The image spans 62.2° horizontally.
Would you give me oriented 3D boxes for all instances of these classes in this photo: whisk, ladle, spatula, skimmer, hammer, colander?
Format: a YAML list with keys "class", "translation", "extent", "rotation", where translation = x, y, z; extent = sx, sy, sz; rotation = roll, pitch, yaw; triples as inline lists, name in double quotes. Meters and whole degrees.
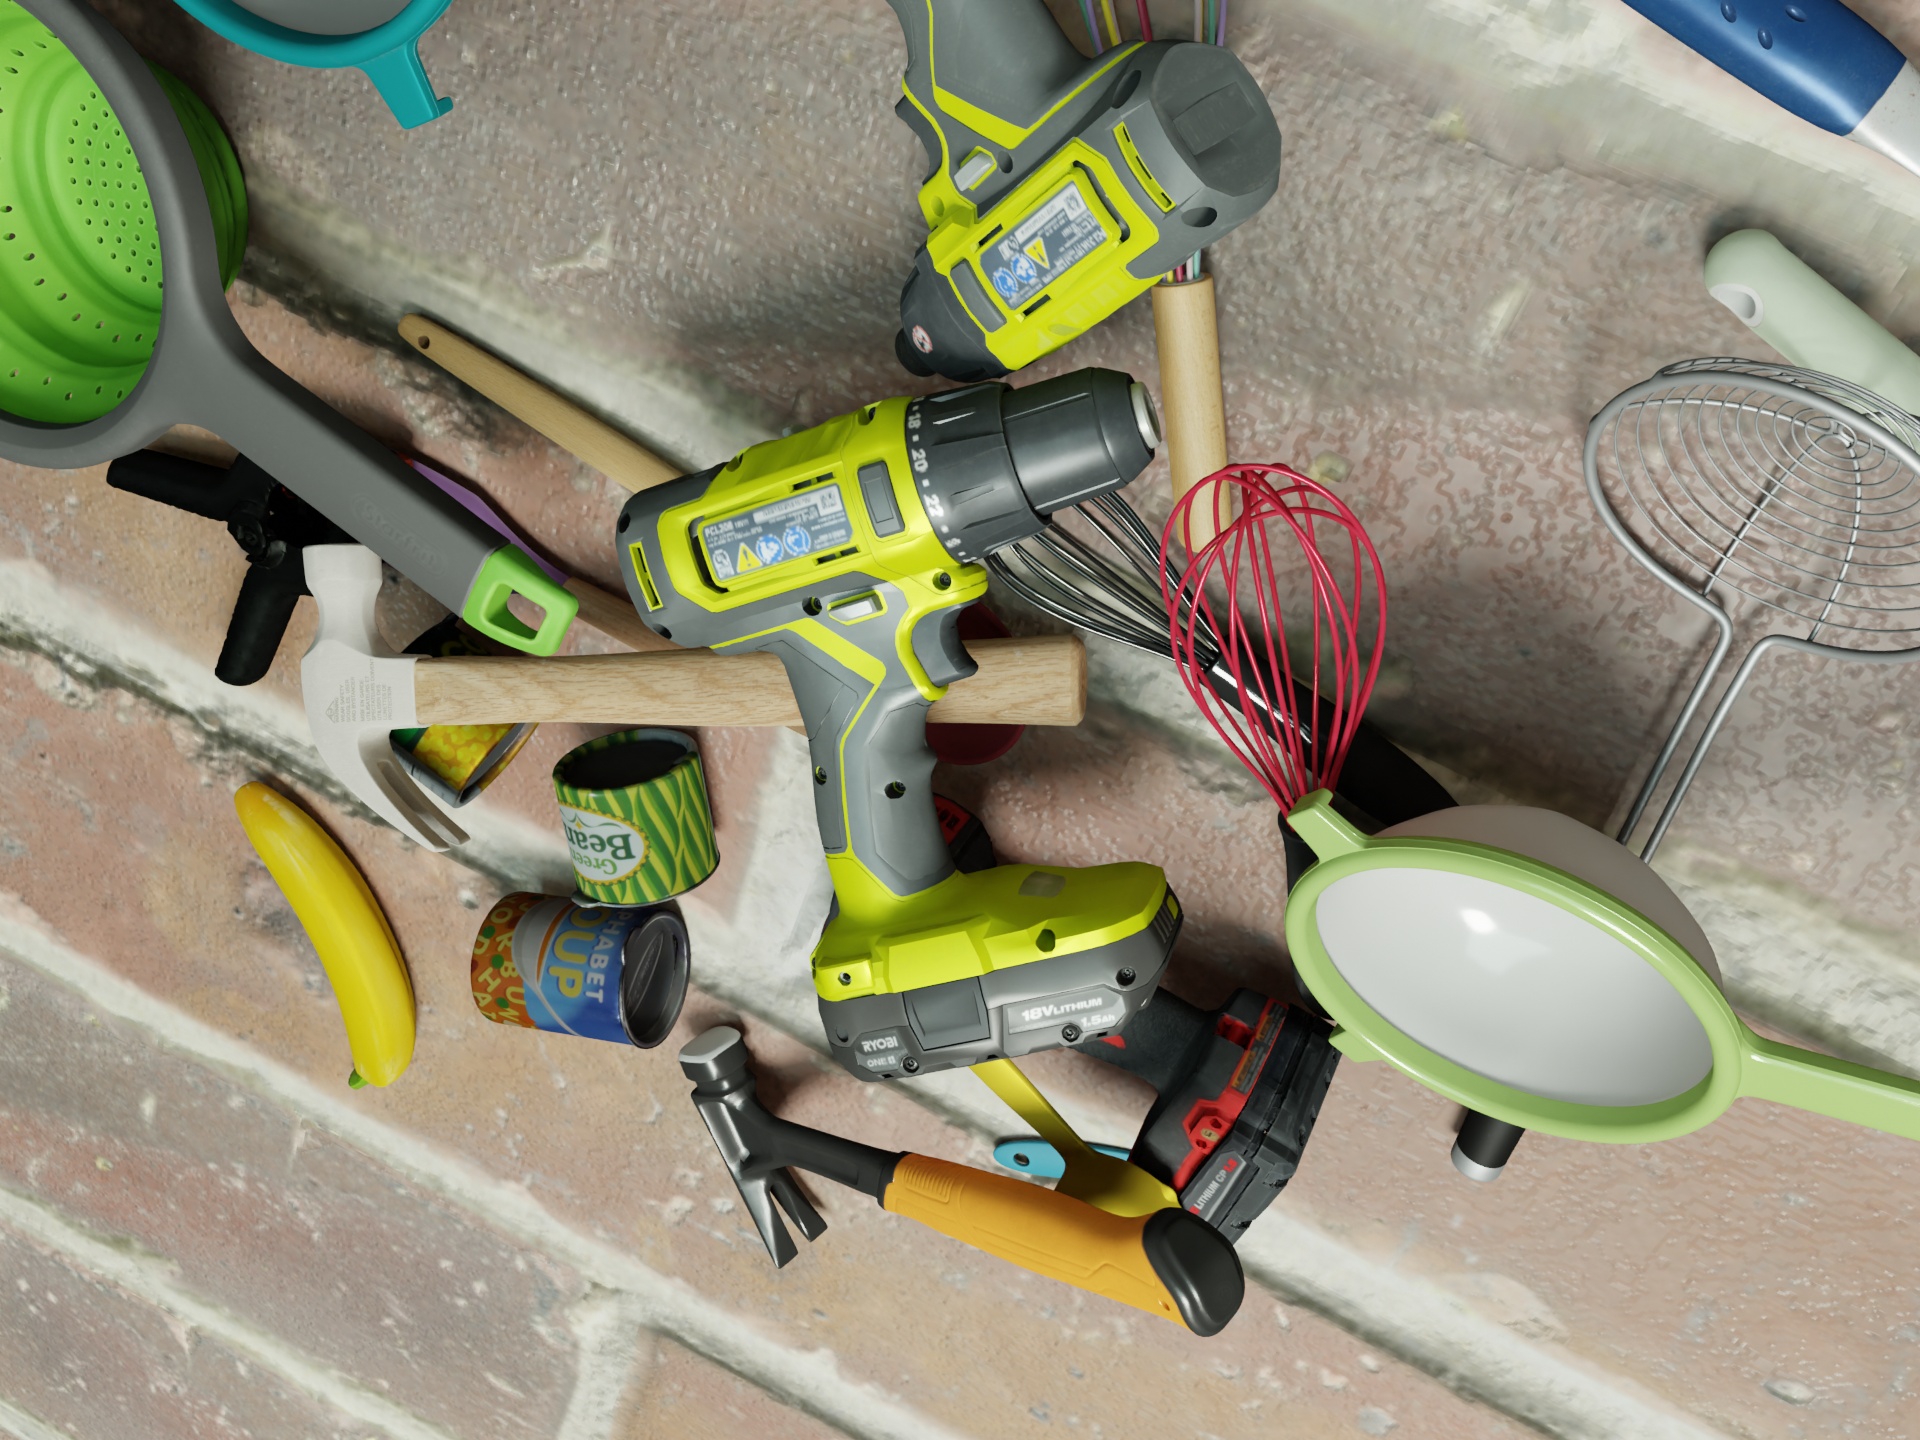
- class: "whisk"
  translation: [0.334, -0.073, 0.500]
  extent: [0.246, 0.058, 0.059]
  rotation: [40, 87, 1]
- class: "ladle"
  translation: [-0.104, -0.083, 0.662]
  extent: [0.315, 0.031, 0.069]
  rotation: [33, 112, 4]
- class: "spatula"
  translation: [-0.153, -0.044, 0.703]
  extent: [0.316, 0.018, 0.059]
  rotation: [26, 123, 9]
- class: "skimmer"
  translation: [0.232, 0.046, 0.566]
  extent: [0.127, 0.090, 0.363]
  rotation: [32, 127, 30]
- class: "whisk"
  translation: [0.123, 0.022, 0.573]
  extent: [0.073, 0.073, 0.295]
  rotation: [0, 138, 20]
- class: "hammer"
  translation: [-0.114, -0.011, 0.645]
  extent: [0.331, 0.031, 0.130]
  rotation: [0, 95, 13]
- class: "colander"
  translation: [-0.301, -0.165, 0.649]
  extent: [0.397, 0.094, 0.204]
  rotation: [36, 121, 2]
- class: "whisk"
  translation: [0.100, -0.025, 0.606]
  extent: [0.239, 0.055, 0.055]
  rotation: [36, 122, -5]
- class: "whisk"
  translation: [0.070, -0.172, 0.545]
  extent: [0.051, 0.047, 0.244]
  rotation: [0, 118, 19]
- class: "hammer"
  translation: [-0.010, 0.208, 0.680]
  extent: [0.337, 0.034, 0.127]
  rotation: [-4, 113, 53]
- class: "hammer"
  translation: [0.269, -0.168, 0.458]
  extent: [0.405, 0.035, 0.144]
  rotation: [38, 96, 3]

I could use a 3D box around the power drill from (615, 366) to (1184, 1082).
- class: "power drill"
  translation: [-0.001, -0.002, 0.563]
  extent: [0.190, 0.080, 0.228]
  rotation: [-15, 98, 18]

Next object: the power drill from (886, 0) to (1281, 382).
- class: "power drill"
  translation: [-0.019, -0.221, 0.510]
  extent: [0.223, 0.080, 0.171]
  rotation: [56, 146, -9]

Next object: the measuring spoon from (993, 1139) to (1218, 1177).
- class: "measuring spoon"
  translation: [0.075, 0.216, 0.747]
  extent: [0.128, 0.021, 0.042]
  rotation: [1, 115, 18]

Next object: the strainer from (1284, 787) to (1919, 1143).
- class: "strainer"
  translation: [0.235, 0.082, 0.512]
  extent: [0.256, 0.069, 0.151]
  rotation: [13, 143, 31]

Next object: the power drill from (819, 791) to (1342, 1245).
- class: "power drill"
  translation: [0.038, 0.133, 0.685]
  extent: [0.220, 0.078, 0.143]
  rotation: [30, 135, 9]

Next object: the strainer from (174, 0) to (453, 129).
- class: "strainer"
  translation: [-0.189, -0.378, 0.487]
  extent: [0.211, 0.095, 0.340]
  rotation: [35, 132, 5]

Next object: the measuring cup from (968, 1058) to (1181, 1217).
- class: "measuring cup"
  translation: [0.029, 0.172, 0.648]
  extent: [0.156, 0.029, 0.062]
  rotation: [47, 137, -7]
